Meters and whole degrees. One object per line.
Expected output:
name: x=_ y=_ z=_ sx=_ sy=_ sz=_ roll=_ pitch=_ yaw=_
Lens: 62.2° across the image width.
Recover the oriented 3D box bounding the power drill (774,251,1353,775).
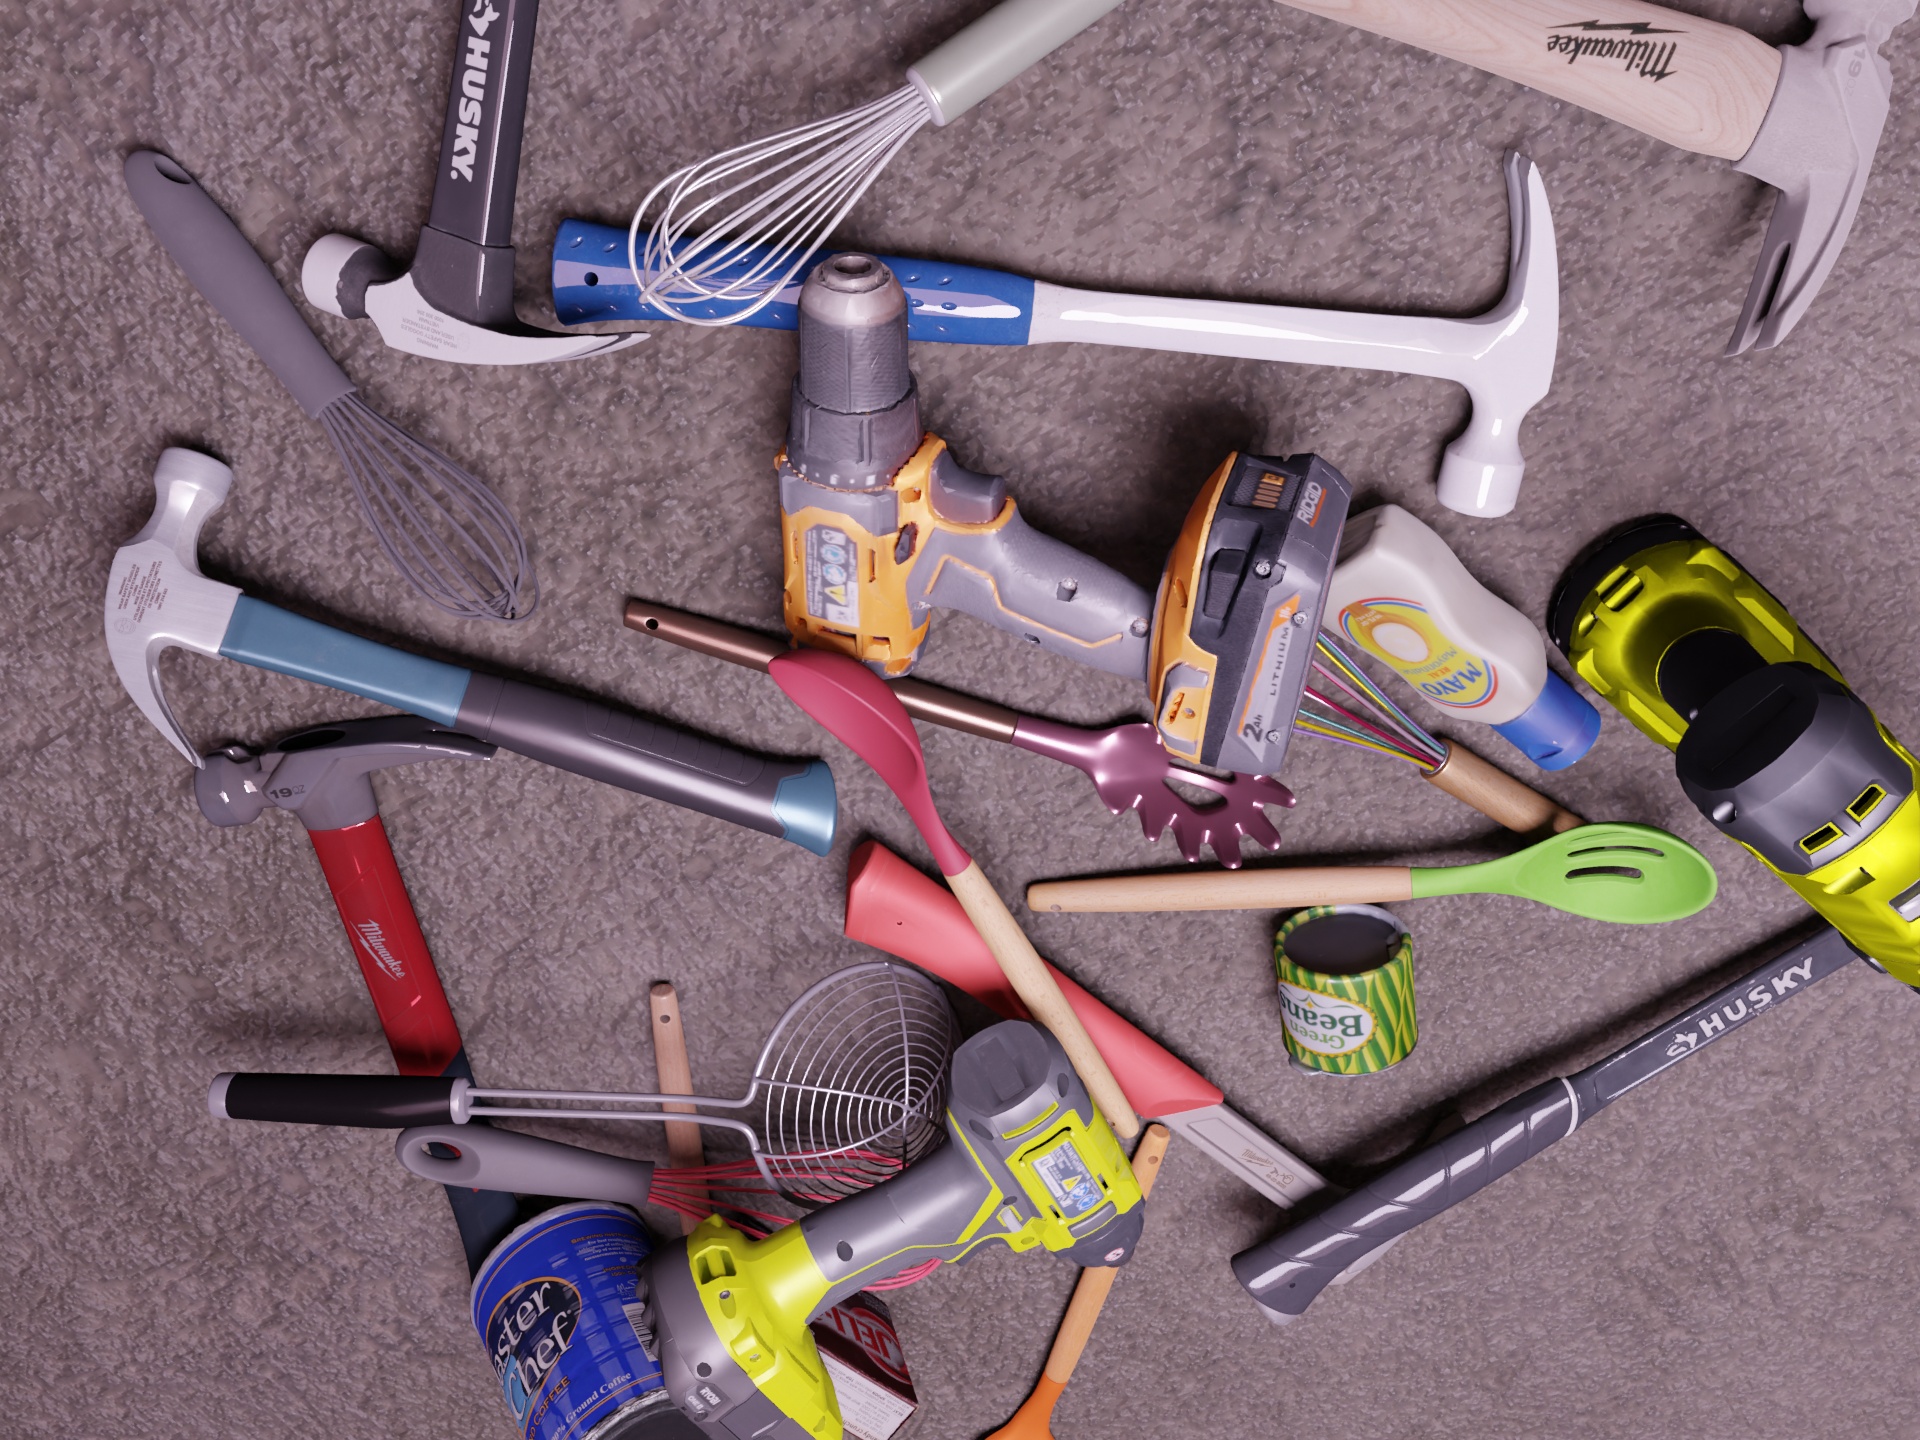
power drill: x=0.032 y=-0.080 z=0.626 sx=0.226 sy=0.084 sz=0.185 roll=15 pitch=134 yaw=14

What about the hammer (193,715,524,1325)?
hammer: x=-0.258 y=0.178 z=0.825 sx=0.143 sy=0.038 sz=0.386 roll=-8 pitch=116 yaw=4

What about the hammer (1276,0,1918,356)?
hammer: x=0.138 y=-0.260 z=0.570 sx=0.410 sy=0.038 sz=0.146 roll=16 pitch=93 yaw=-7

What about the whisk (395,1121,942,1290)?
whisk: x=-0.142 y=0.245 z=0.825 sx=0.295 sy=0.073 sz=0.073 roll=13 pitch=116 yaw=-10

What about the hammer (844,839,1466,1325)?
hammer: x=0.092 y=0.168 z=0.801 sx=0.359 sy=0.037 sz=0.149 roll=38 pitch=103 yaw=-16

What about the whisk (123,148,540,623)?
whisk: x=-0.260 y=-0.135 z=0.663 sx=0.055 sy=0.055 sz=0.239 roll=-33 pitch=103 yaw=16

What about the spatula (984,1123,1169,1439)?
spatula: x=0.064 y=0.363 z=0.907 sx=0.081 sy=0.041 sz=0.322 roll=13 pitch=115 yaw=-8

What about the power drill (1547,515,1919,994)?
power drill: x=0.336 y=0.022 z=0.626 sx=0.190 sy=0.229 sz=0.080 roll=37 pitch=112 yaw=-15

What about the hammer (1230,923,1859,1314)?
hammer: x=0.314 y=0.177 z=0.785 sx=0.409 sy=0.036 sz=0.149 roll=-34 pitch=109 yaw=8

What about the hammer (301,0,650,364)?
hammer: x=-0.158 y=-0.292 z=0.575 sx=0.146 sy=0.035 sz=0.334 roll=23 pitch=113 yaw=17

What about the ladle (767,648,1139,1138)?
ladle: x=0.011 y=0.085 z=0.716 sx=0.031 sy=0.069 sz=0.315 roll=-44 pitch=120 yaw=-23

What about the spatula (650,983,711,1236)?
spatula: x=-0.144 y=0.278 z=0.882 sx=0.059 sy=0.018 sz=0.315 roll=-8 pitch=117 yaw=-9

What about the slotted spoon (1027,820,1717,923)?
slotted spoon: x=0.187 y=0.076 z=0.754 sx=0.314 sy=0.031 sz=0.070 roll=-4 pitch=136 yaw=12

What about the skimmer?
skimmer: x=-0.180 y=0.181 z=0.796 sx=0.363 sy=0.090 sz=0.127 roll=1 pitch=100 yaw=2

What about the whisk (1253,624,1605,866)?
whisk: x=0.203 y=0.004 z=0.728 sx=0.244 sy=0.047 sz=0.051 roll=28 pitch=126 yaw=-17

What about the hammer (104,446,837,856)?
hammer: x=-0.209 y=-0.007 z=0.715 sx=0.331 sy=0.033 sz=0.128 roll=19 pitch=79 yaw=-14

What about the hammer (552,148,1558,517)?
hammer: x=0.040 y=-0.171 z=0.646 sx=0.405 sy=0.035 sz=0.144 roll=5 pitch=117 yaw=-1

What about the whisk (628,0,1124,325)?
whisk: x=-0.020 y=-0.228 z=0.593 sx=0.246 sy=0.059 sz=0.057 roll=-35 pitch=102 yaw=0

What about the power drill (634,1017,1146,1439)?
power drill: x=-0.022 y=0.254 z=0.751 sx=0.223 sy=0.080 sz=0.171 roll=-30 pitch=129 yaw=-3

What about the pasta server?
pasta server: x=-0.001 y=-0.002 z=0.730 sx=0.316 sy=0.040 sz=0.060 roll=17 pitch=103 yaw=-6
